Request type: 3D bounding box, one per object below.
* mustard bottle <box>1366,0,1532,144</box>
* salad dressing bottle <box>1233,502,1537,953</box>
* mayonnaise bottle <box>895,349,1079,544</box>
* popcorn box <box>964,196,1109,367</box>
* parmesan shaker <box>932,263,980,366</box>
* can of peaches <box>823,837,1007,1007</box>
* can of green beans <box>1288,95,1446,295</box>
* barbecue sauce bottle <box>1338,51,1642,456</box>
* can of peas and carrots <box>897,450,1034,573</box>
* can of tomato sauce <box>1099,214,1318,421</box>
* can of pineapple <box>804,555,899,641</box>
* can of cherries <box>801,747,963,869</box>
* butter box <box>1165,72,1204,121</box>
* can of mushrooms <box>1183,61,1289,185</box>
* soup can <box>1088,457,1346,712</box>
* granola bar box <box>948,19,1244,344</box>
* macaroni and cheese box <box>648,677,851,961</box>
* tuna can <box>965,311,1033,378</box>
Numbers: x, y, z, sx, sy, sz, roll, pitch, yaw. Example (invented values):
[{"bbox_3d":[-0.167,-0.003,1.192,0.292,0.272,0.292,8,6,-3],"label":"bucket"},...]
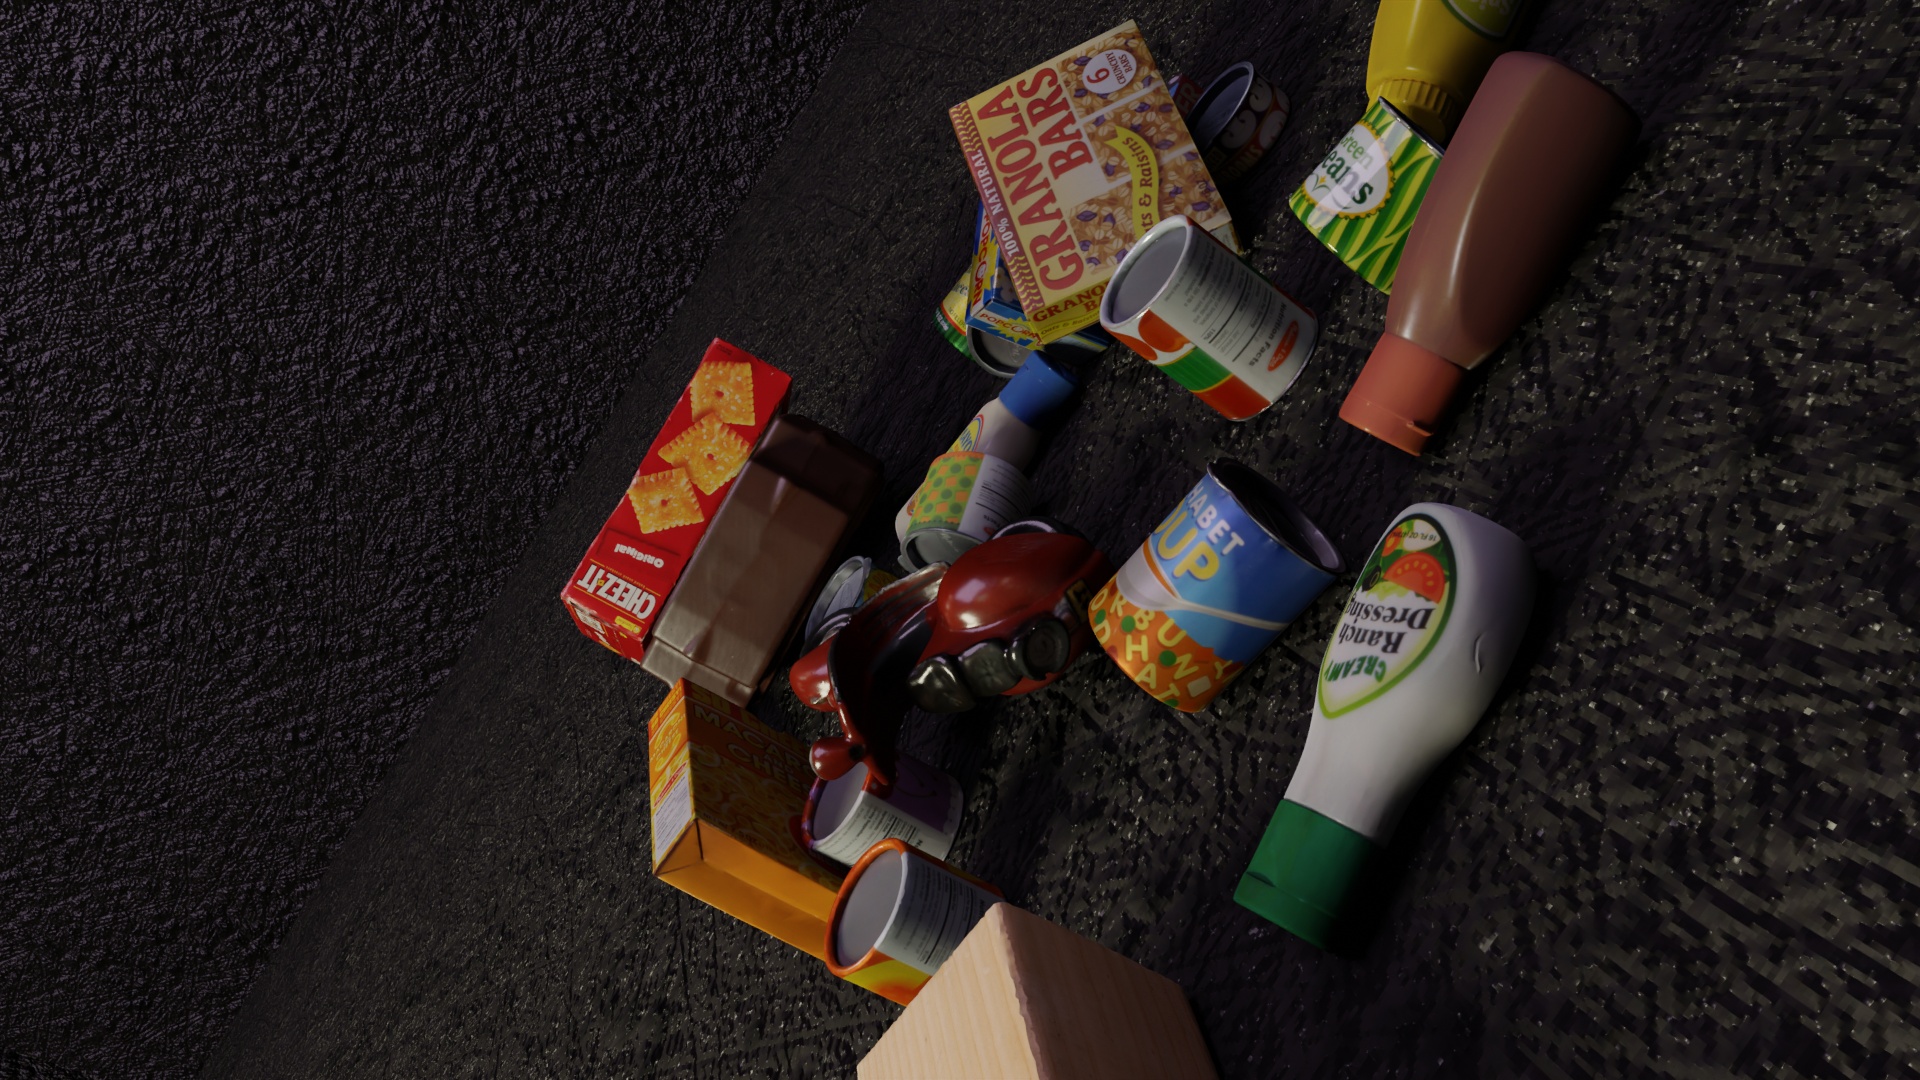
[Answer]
[{"bbox_3d":[0.224,-0.235,0.644,0.160,0.065,0.049,-68,17,-8],"label":"mustard bottle"},{"bbox_3d":[0.138,0.061,0.458,0.148,0.044,0.064,-62,21,-8],"label":"salad dressing bottle"},{"bbox_3d":[0.016,-0.052,0.874,0.147,0.041,0.065,-52,21,18],"label":"mayonnaise bottle"},{"bbox_3d":[0.053,-0.182,0.874,0.038,0.085,0.127,-31,46,55],"label":"popcorn box"},{"bbox_3d":[0.037,-0.173,0.959,0.102,0.071,0.071,-50,23,21],"label":"parmesan shaker"},{"bbox_3d":[-0.022,0.177,0.632,0.071,0.058,0.071,-45,25,29],"label":"can of peaches"},{"bbox_3d":[0.186,-0.148,0.602,0.057,0.071,0.071,-48,24,25],"label":"can of green beans"},{"bbox_3d":[0.197,-0.105,0.532,0.148,0.065,0.044,-64,29,11],"label":"barbecue sauce bottle"},{"bbox_3d":[0.003,-0.010,0.812,0.070,0.071,0.059,-29,35,51],"label":"can of peas and carrots"},{"bbox_3d":[0.118,-0.107,0.671,0.071,0.083,0.071,-46,25,29],"label":"can of tomato sauce"},{"bbox_3d":[-0.054,0.051,0.868,0.070,0.058,0.071,-46,25,29],"label":"can of pineapple"},{"bbox_3d":[-0.042,0.140,0.722,0.071,0.058,0.072,-46,25,29],"label":"can of cherries"},{"bbox_3d":[0.126,-0.260,0.936,0.053,0.024,0.104,-19,44,59],"label":"butter box"},{"bbox_3d":[0.161,-0.246,0.829,0.070,0.033,0.071,-45,25,29],"label":"can of mushrooms"},{"bbox_3d":[0.100,0.017,0.562,0.083,0.071,0.072,-50,23,22],"label":"soup can"},{"bbox_3d":[0.075,-0.209,0.805,0.124,0.039,0.166,-23,60,11],"label":"granola bar box"},{"bbox_3d":[-0.108,0.151,0.764,0.040,0.123,0.167,-53,22,8],"label":"macaroni and cheese box"},{"bbox_3d":[0.039,-0.143,0.918,0.071,0.071,0.033,-49,23,24],"label":"tuna can"}]
